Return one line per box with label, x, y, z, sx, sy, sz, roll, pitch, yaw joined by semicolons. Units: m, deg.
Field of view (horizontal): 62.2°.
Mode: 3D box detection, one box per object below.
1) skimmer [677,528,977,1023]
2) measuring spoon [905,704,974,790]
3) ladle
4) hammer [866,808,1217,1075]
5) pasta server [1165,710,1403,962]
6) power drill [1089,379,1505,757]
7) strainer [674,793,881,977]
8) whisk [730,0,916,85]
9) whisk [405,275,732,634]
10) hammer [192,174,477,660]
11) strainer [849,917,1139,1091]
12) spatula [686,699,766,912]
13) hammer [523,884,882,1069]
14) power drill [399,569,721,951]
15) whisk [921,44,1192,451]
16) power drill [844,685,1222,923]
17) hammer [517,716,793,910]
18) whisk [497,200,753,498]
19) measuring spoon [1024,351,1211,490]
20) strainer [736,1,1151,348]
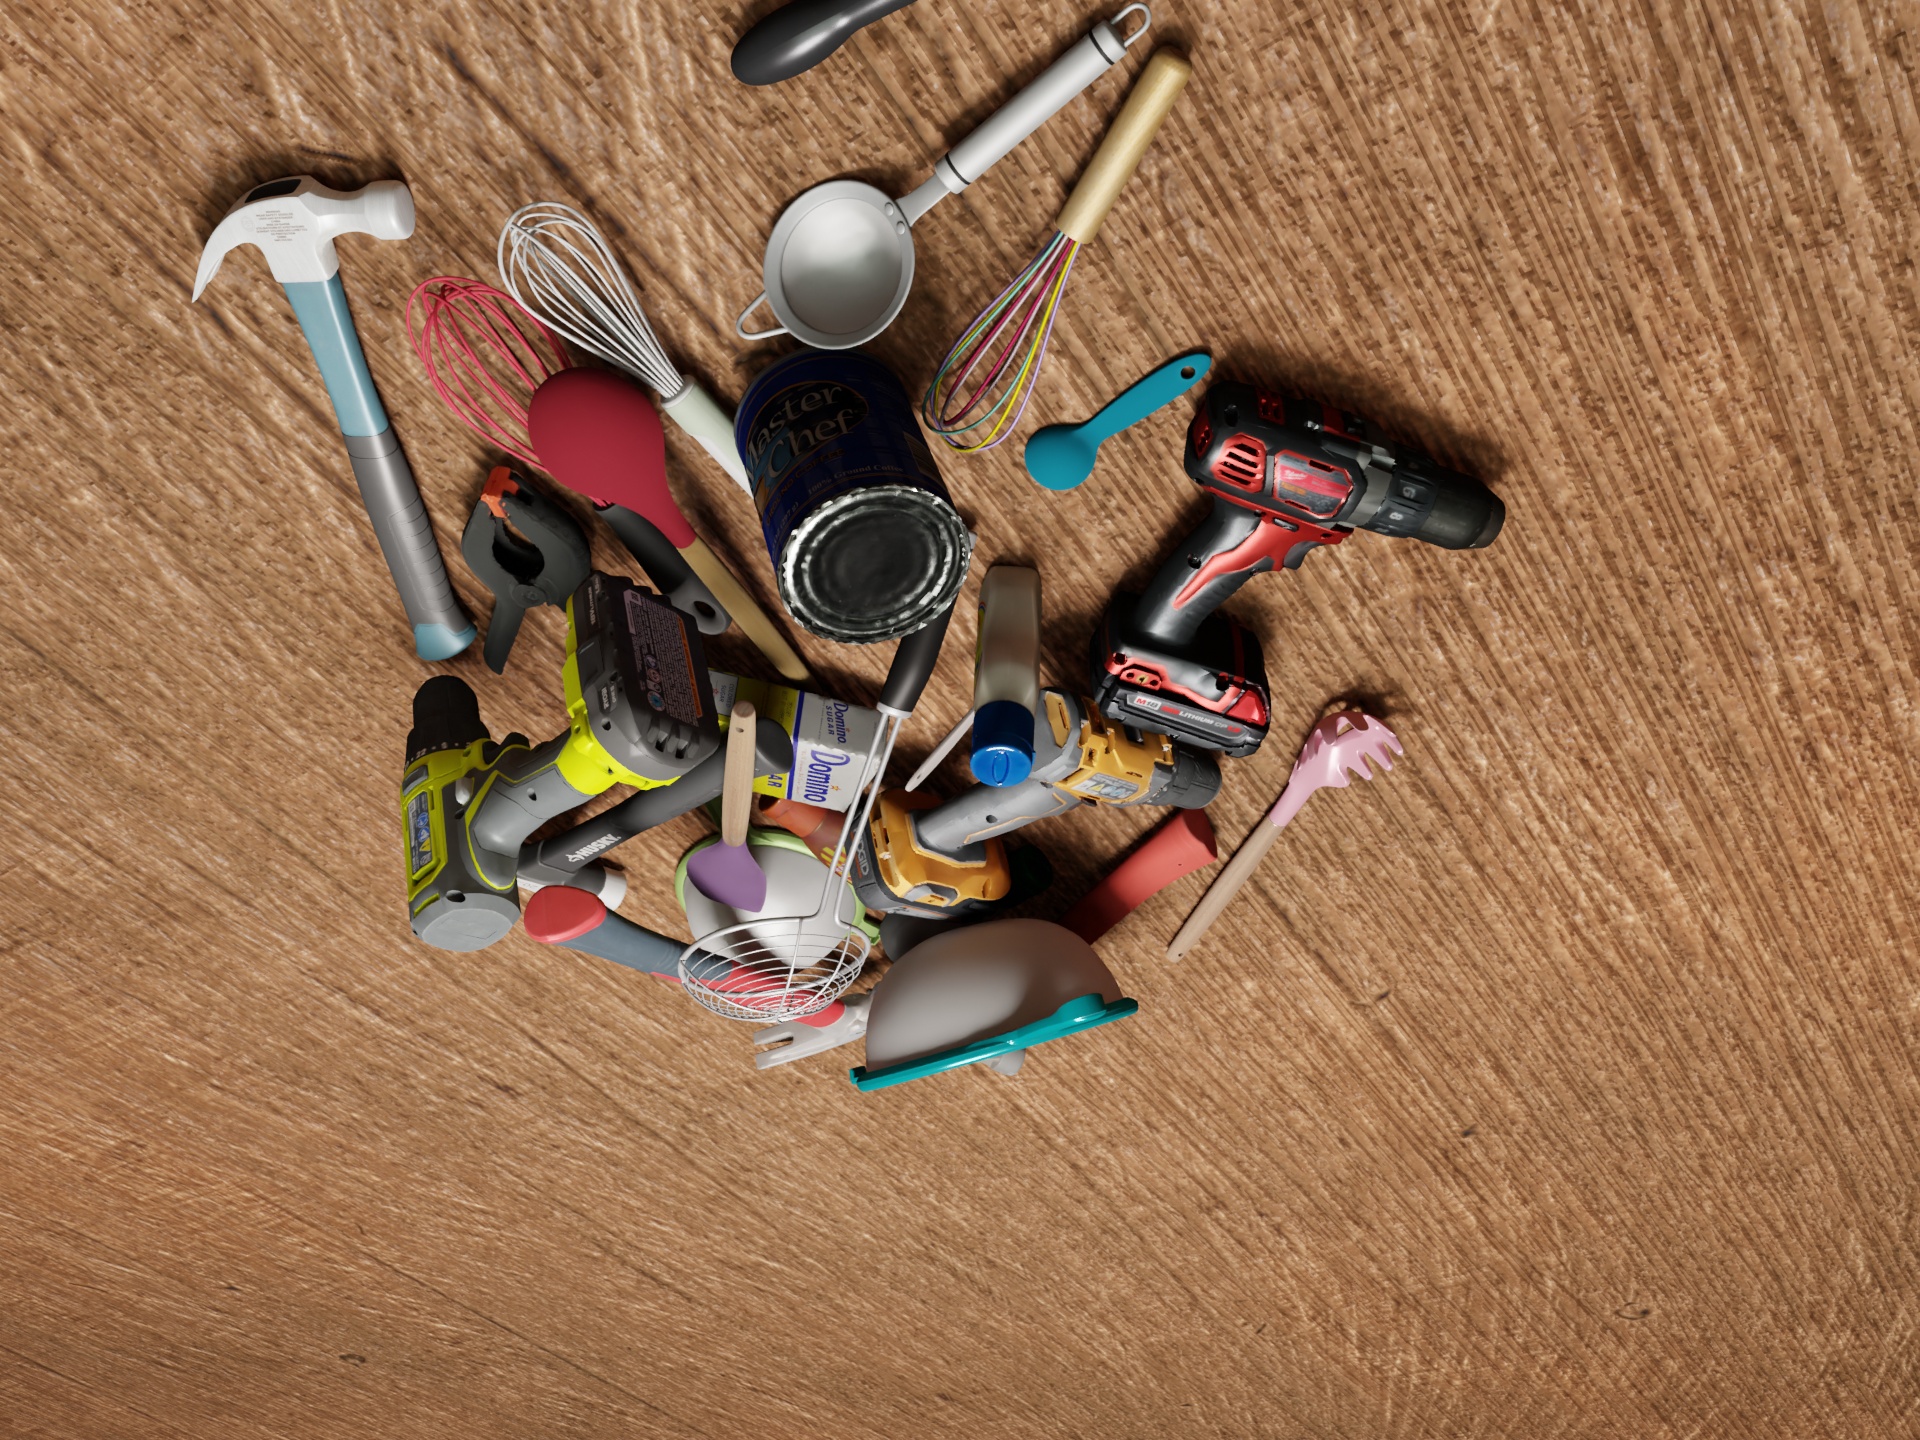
skimmer;-0.077;0.039;1.024;0.127;0.090;0.363;13;103;-35
measuring spoon;-0.002;-0.003;1.025;0.018;0.124;0.034;34;156;13
ladle;-0.155;-0.095;0.964;0.069;0.031;0.315;-30;141;5
hammer;0.070;0.172;1.244;0.149;0.037;0.359;25;133;-19
pasta server;0.219;0.093;1.149;0.060;0.040;0.316;7;138;-18
power drill;0.192;-0.084;0.947;0.188;0.080;0.226;16;132;-12
strainer;-0.162;0.120;1.188;0.151;0.069;0.256;-7;136;12
whisk;0.012;-0.350;0.706;0.284;0.070;0.070;-16;132;28
whisk;-0.217;-0.144;0.936;0.073;0.073;0.295;-16;138;20
hammer;-0.347;-0.162;0.943;0.128;0.033;0.330;0;136;4
strainer;0.029;0.179;1.095;0.211;0.095;0.340;-13;168;-15
spatula;-0.148;0.065;1.031;0.060;0.018;0.315;17;151;-2
hammer;-0.187;0.189;1.144;0.143;0.038;0.386;-22;151;19
power drill;-0.262;0.010;0.979;0.228;0.191;0.080;-35;143;24
whisk;0.044;-0.238;0.827;0.051;0.047;0.245;14;132;-26
power drill;0.054;0.061;1.089;0.226;0.084;0.185;-34;147;33
hammer;-0.226;0.062;1.095;0.146;0.035;0.335;24;147;-33
whisk;-0.164;-0.189;0.891;0.058;0.059;0.246;21;160;48
measuring spoon;0.089;-0.168;0.904;0.128;0.021;0.042;-30;126;32
strainer;-0.008;-0.268;0.799;0.258;0.050;0.087;-33;81;26
